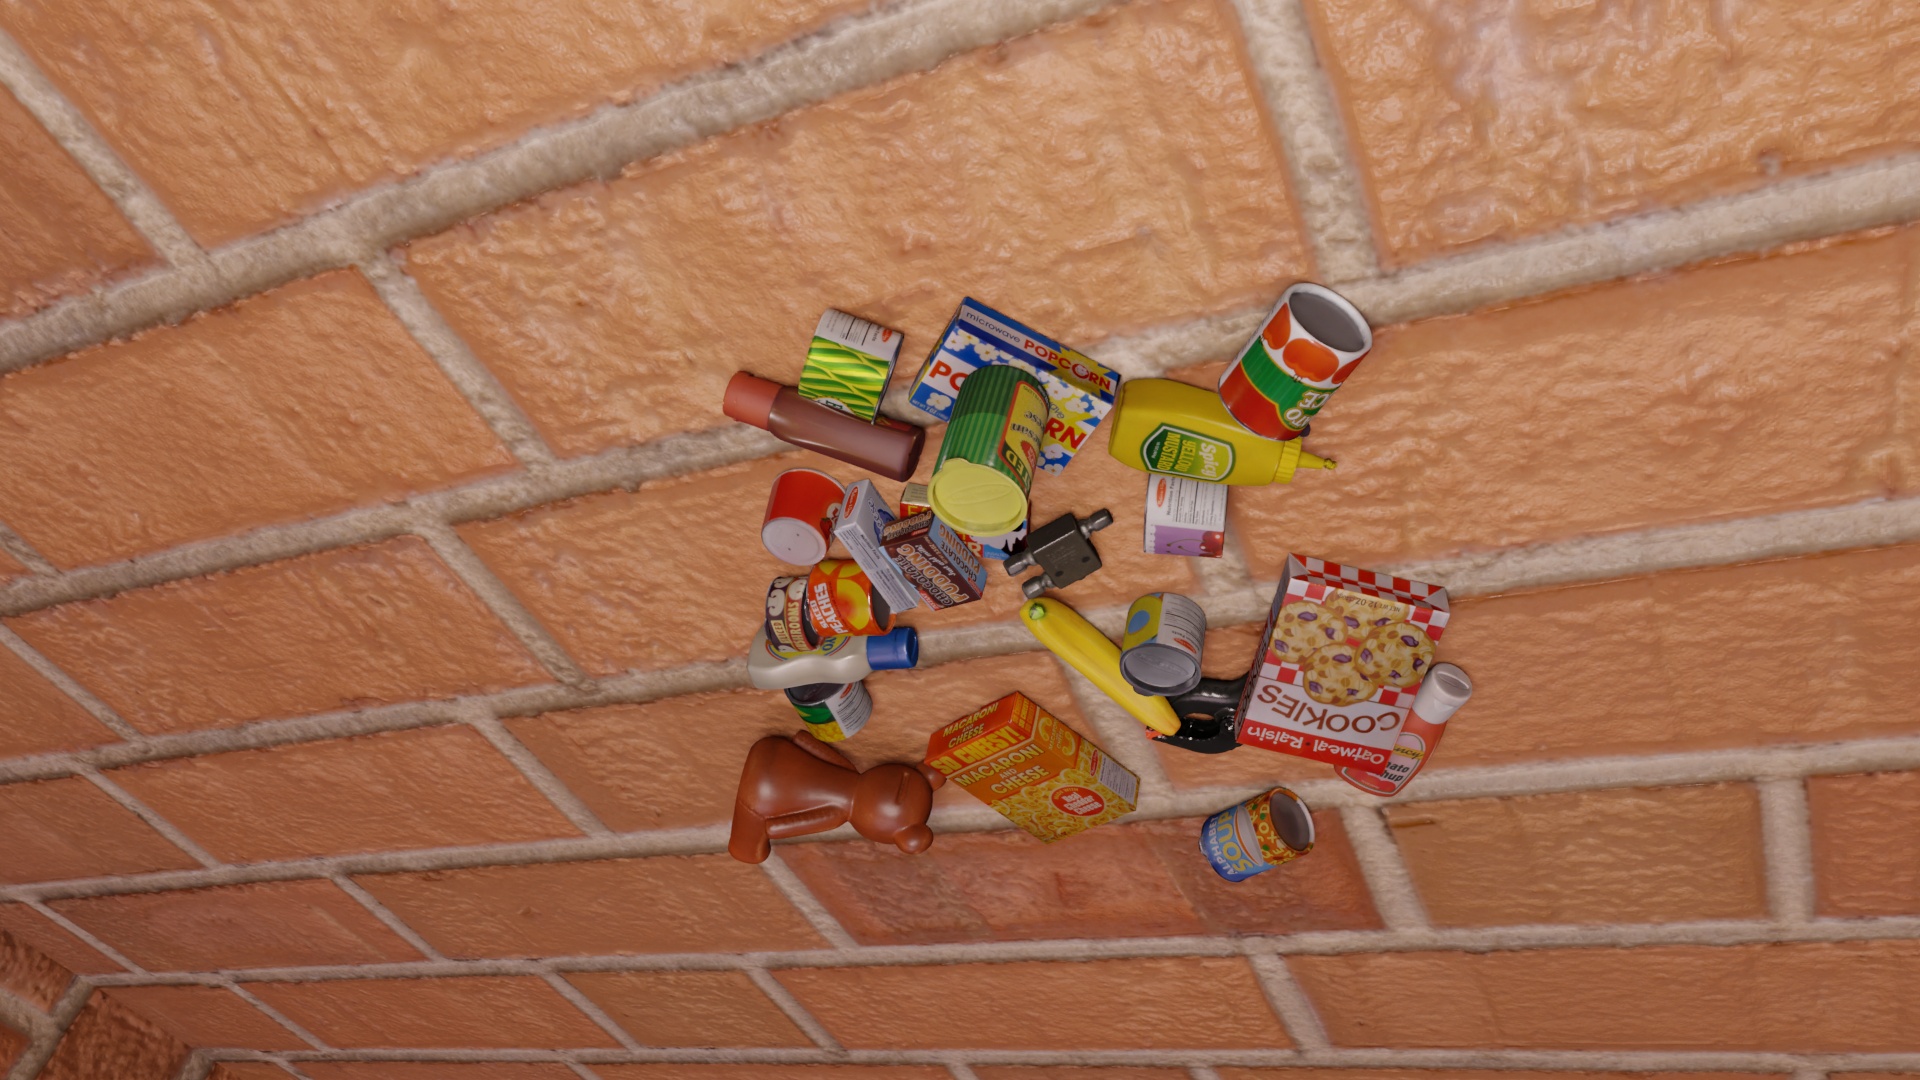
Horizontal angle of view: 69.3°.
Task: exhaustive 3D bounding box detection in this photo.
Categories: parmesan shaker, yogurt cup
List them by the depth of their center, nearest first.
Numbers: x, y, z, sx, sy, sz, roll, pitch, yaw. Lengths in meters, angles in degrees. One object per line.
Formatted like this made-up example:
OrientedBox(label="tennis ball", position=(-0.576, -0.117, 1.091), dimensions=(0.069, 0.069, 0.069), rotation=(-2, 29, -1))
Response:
OrientedBox(label="parmesan shaker", position=(0.020, -0.064, 0.932), dimensions=(0.071, 0.103, 0.071), rotation=(9, 138, 8))
OrientedBox(label="yogurt cup", position=(-0.127, -0.017, 1.120), dimensions=(0.072, 0.054, 0.072), rotation=(9, 136, 8))

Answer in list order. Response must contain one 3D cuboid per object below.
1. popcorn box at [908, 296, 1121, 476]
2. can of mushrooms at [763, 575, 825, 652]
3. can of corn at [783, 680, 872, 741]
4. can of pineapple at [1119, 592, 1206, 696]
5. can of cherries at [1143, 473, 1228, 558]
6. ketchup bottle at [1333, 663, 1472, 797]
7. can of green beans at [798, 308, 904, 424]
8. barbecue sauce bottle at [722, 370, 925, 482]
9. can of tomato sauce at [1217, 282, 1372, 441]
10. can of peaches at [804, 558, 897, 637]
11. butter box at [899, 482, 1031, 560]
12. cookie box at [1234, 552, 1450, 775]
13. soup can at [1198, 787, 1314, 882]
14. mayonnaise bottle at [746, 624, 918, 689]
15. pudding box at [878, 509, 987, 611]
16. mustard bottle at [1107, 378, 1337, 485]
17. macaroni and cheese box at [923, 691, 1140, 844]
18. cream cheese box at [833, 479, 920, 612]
OrientedBox(label="popcorn box", position=(0.037, -0.108, 0.987), dimensions=(0.127, 0.038, 0.084), rotation=(25, 136, -11))
OrientedBox(label="can of mushrooms", position=(-0.141, 0.064, 1.197), dimensions=(0.033, 0.071, 0.070), rotation=(-3, 134, 16))
OrientedBox(label="can of corn", position=(-0.123, 0.142, 1.278), dimensions=(0.071, 0.071, 0.058), rotation=(-5, 134, 21))
OrientedBox(label="can of pineapple", position=(0.165, 0.086, 1.138), dimensions=(0.071, 0.058, 0.070), rotation=(9, 137, 8))
OrientedBox(label="can of cherries", position=(0.167, -0.021, 1.023), dimensions=(0.058, 0.072, 0.071), rotation=(4, 136, 11))
OrientedBox(label="ketchup bottle", position=(0.373, 0.158, 1.164), dimensions=(0.065, 0.044, 0.148), rotation=(24, 137, 0))
OrientedBox(label="can of green beans", position=(-0.077, -0.124, 0.983), dimensions=(0.058, 0.071, 0.071), rotation=(19, 137, -3))
OrientedBox(label="barbecue sauce bottle", position=(-0.103, -0.087, 1.039), dimensions=(0.148, 0.065, 0.043), rotation=(19, 94, 6))
OrientedBox(label="can of tomato sauce", position=(0.219, -0.115, 0.905), dimensions=(0.071, 0.071, 0.082), rotation=(23, 136, -8))
OrientedBox(label="can of peaches", position=(-0.091, 0.049, 1.166), dimensions=(0.058, 0.071, 0.071), rotation=(-3, 134, 18))
OrientedBox(label="butter box", position=(0.004, -0.014, 1.107), dimensions=(0.103, 0.024, 0.052), rotation=(8, 136, 8))
OrientedBox(label="cookie box", position=(0.298, 0.101, 1.099), dimensions=(0.123, 0.040, 0.166), rotation=(13, 122, 3))
OrientedBox(label="soup can", position=(0.276, 0.275, 1.297), dimensions=(0.071, 0.072, 0.083), rotation=(35, 133, -20))
OrientedBox(label="mayonnaise bottle", position=(-0.112, 0.099, 1.234), dimensions=(0.148, 0.065, 0.041), rotation=(-5, 130, 15))
OrientedBox(label="pudding box", position=(-0.022, 0.016, 1.103), dimensions=(0.049, 0.030, 0.083), rotation=(-15, 131, 30))
OrientedBox(label="mustard bottle", position=(0.187, -0.069, 0.976), dimensions=(0.160, 0.049, 0.065), rotation=(12, 139, 4))
OrientedBox(label="macaroni and cheese box", position=(0.068, 0.219, 1.320), dimensions=(0.166, 0.040, 0.123), rotation=(38, 133, -23))
OrientedBox(label="cream cheese box", position=(-0.063, 0.006, 1.125), dimensions=(0.024, 0.054, 0.103), rotation=(-14, 130, 26))
